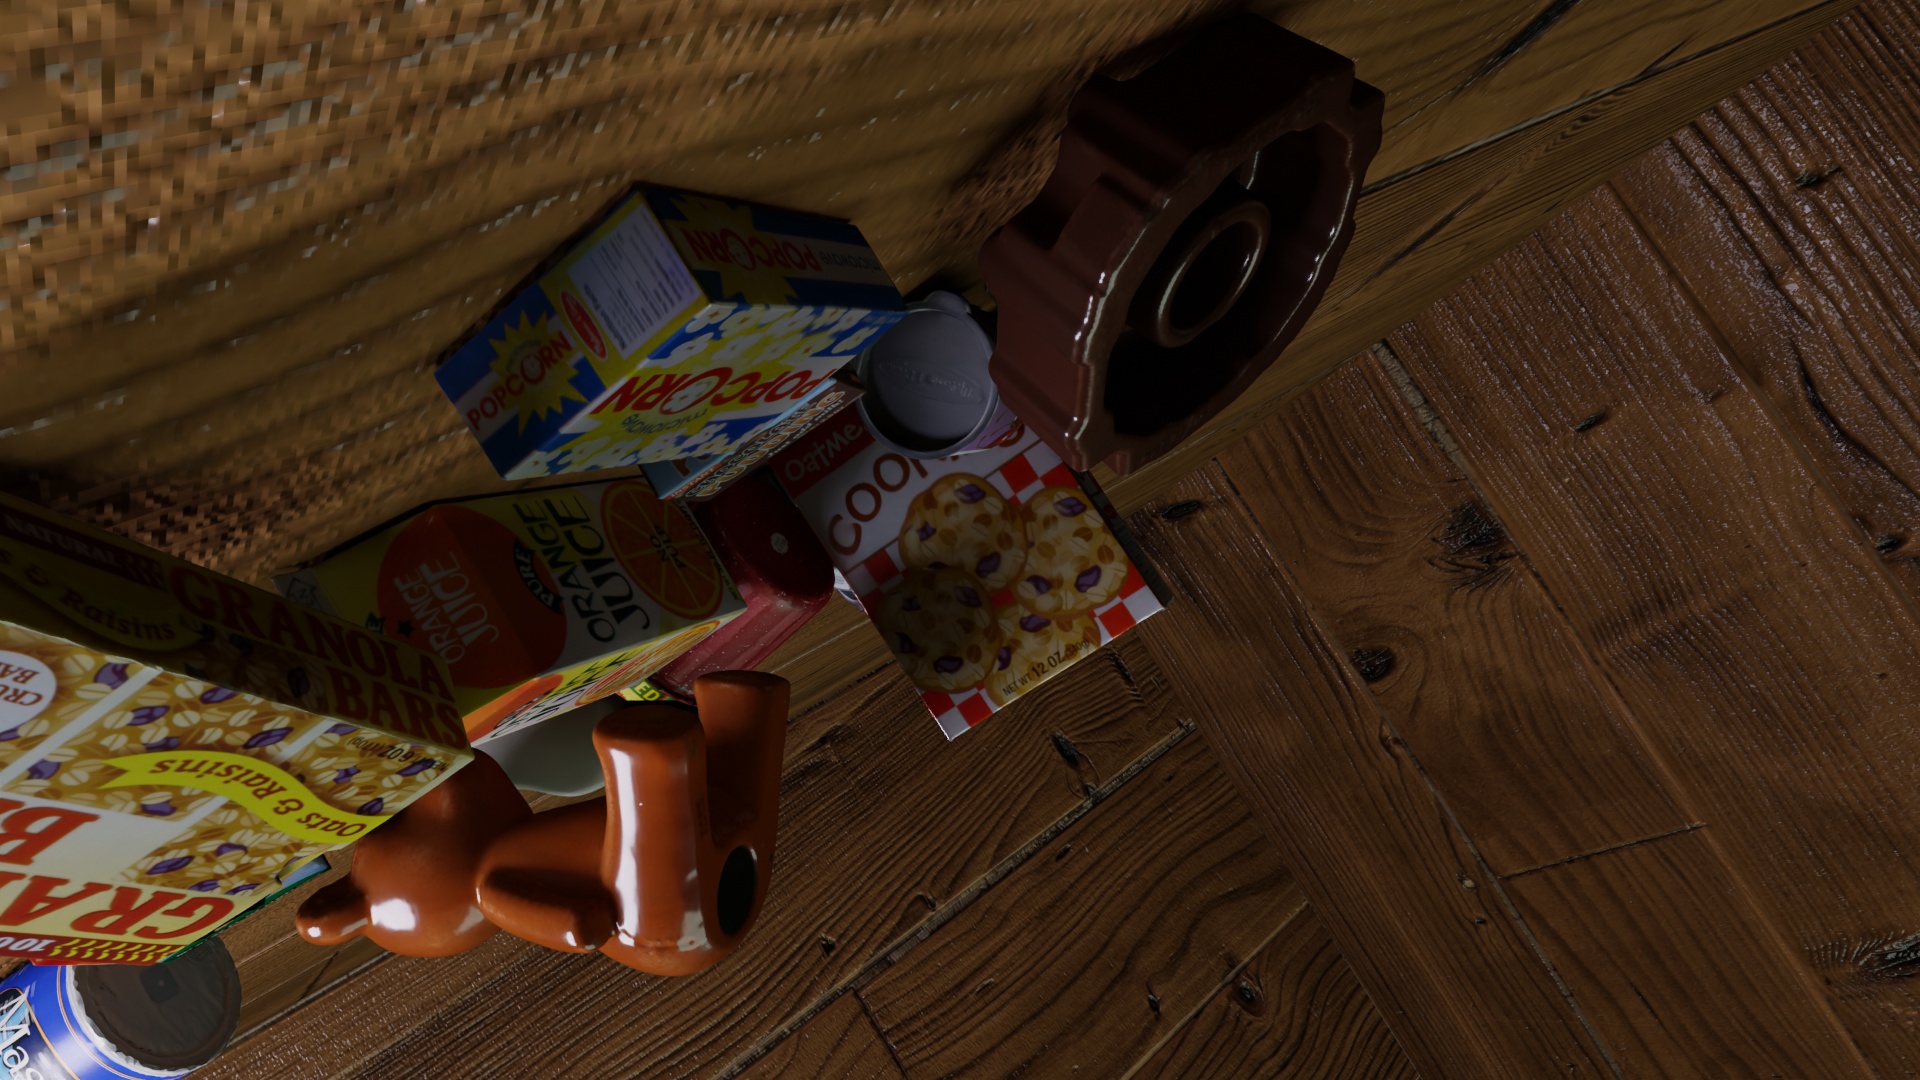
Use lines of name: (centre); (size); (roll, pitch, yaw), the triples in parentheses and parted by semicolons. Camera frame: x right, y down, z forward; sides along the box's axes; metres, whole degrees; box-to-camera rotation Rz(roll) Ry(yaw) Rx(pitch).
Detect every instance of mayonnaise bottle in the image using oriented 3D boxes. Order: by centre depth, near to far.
mayonnaise bottle: (-0.202, 0.097, 0.685); (0.148, 0.064, 0.041); (0, 179, -3)

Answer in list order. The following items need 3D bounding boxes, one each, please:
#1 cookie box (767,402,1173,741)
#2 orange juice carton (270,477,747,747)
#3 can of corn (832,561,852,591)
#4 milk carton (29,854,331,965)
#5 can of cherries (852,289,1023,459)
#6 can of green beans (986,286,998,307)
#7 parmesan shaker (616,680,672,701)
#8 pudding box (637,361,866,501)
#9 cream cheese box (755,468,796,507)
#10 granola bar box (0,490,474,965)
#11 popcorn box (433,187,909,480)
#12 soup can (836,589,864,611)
cookie box: (0.002, -0.008, 0.661); (0.122, 0.167, 0.040); (-34, 177, 16)
orange juice carton: (-0.170, 0.029, 0.534); (0.073, 0.072, 0.193); (-34, 174, 21)
can of corn: (-0.063, -0.009, 0.825); (0.071, 0.071, 0.058); (-31, 174, -11)
milk carton: (-0.290, 0.101, 0.494); (0.072, 0.073, 0.190); (-30, 174, -22)
can of cherries: (-0.004, -0.072, 0.601); (0.071, 0.071, 0.058); (-34, 174, 19)
can of green beans: (0.055, -0.108, 0.633); (0.071, 0.058, 0.071); (-32, 174, -3)
parmesan shaker: (-0.199, 0.079, 0.808); (0.102, 0.071, 0.071); (-35, 173, 28)
pudding box: (-0.083, -0.049, 0.541); (0.083, 0.030, 0.050); (-33, 173, 9)
cream cheese box: (-0.118, -0.006, 0.753); (0.103, 0.024, 0.053); (-35, 175, 27)
granola bar box: (-0.224, 0.055, 0.342); (0.124, 0.039, 0.165); (-33, 153, 7)
popcorn box: (-0.080, -0.060, 0.419); (0.085, 0.038, 0.127); (-34, 174, 22)
soup can: (-0.048, -0.004, 0.914); (0.084, 0.071, 0.071); (-30, 174, -21)
